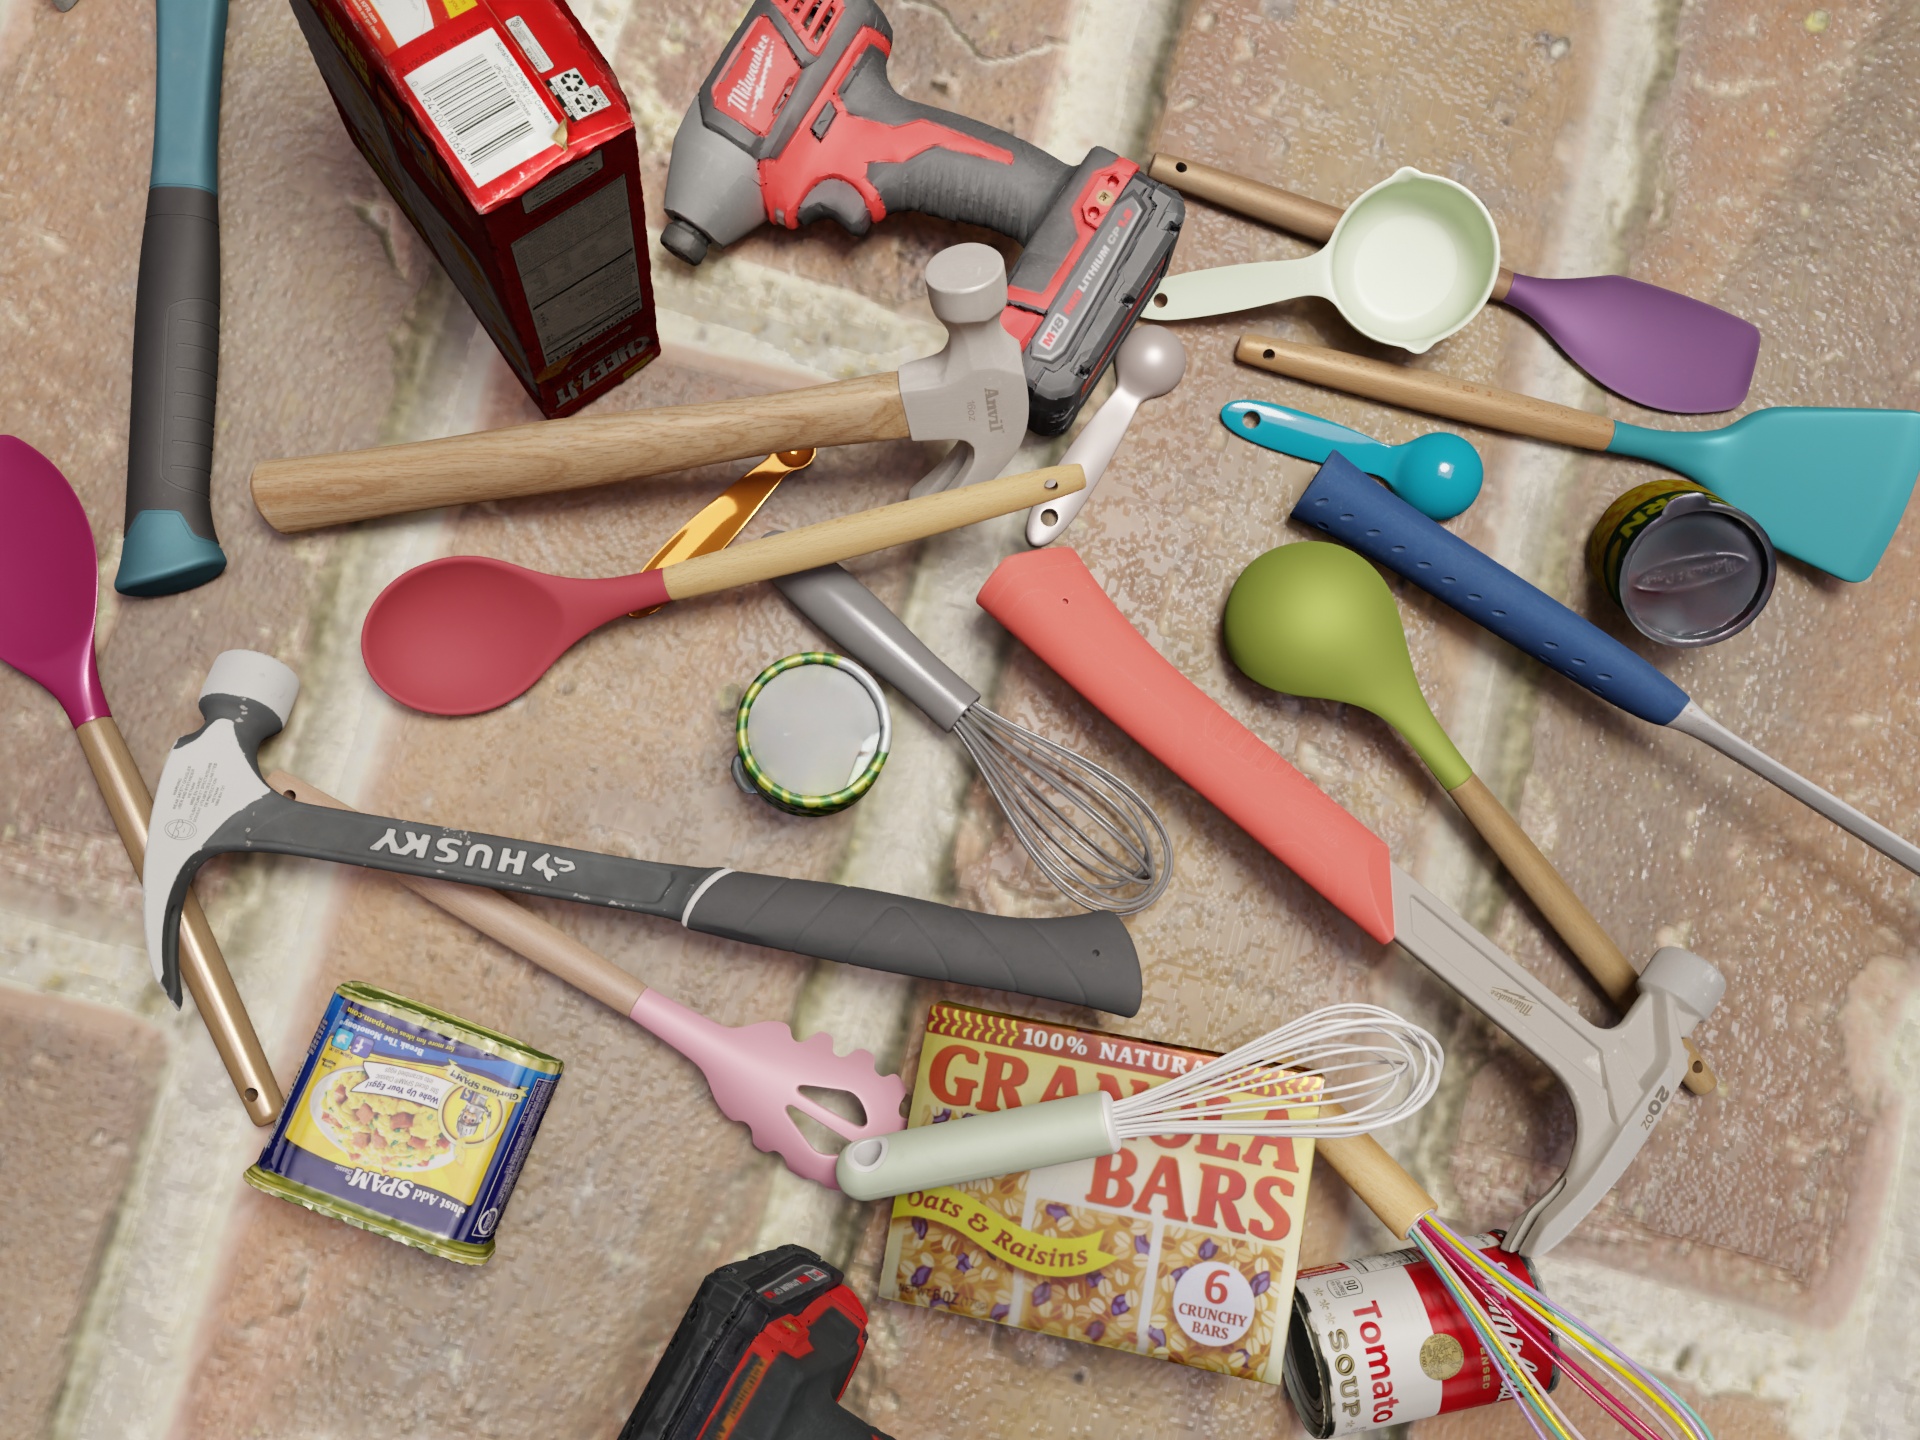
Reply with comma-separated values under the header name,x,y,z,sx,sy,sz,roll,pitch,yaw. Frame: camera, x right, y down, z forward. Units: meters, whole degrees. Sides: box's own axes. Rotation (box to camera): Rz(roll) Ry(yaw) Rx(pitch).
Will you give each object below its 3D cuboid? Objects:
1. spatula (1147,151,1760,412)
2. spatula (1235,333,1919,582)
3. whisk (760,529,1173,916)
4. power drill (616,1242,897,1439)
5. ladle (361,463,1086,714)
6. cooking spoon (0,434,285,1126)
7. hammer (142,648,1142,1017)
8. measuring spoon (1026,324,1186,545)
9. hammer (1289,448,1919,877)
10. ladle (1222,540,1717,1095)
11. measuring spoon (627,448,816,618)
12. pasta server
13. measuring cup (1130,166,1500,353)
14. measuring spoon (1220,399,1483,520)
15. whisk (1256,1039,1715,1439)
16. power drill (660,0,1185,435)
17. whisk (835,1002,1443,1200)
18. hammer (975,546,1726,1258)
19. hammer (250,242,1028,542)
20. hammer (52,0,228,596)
name,x,y,z,sx,sy,sz,roll,pitch,yaw
spatula,0.240,-0.216,0.771,0.316,0.018,0.060,18,85,-4
spatula,0.286,-0.141,0.753,0.317,0.044,0.082,12,109,-3
whisk,-0.002,-0.002,0.705,0.239,0.055,0.055,42,80,5
power drill,-0.001,0.299,0.616,0.227,0.187,0.080,27,85,16
ladle,-0.100,-0.066,0.679,0.315,0.031,0.069,-14,109,4
cooking spoon,-0.357,0.025,0.673,0.069,0.017,0.319,-26,85,-5
hammer,-0.125,0.074,0.654,0.409,0.036,0.149,11,58,-4
measuring spoon,0.067,-0.134,0.741,0.034,0.018,0.124,33,81,-1
hammer,0.330,-0.001,0.709,0.405,0.144,0.035,33,80,6
ladle,0.238,0.048,0.730,0.078,0.062,0.320,-41,95,-15
measuring spoon,-0.109,-0.088,0.721,0.021,0.011,0.117,44,84,1
pasta server,-0.160,0.107,0.682,0.316,0.040,0.060,30,80,2
measuring cup,0.165,-0.208,0.749,0.167,0.038,0.083,-5,100,13
measuring spoon,0.184,-0.126,0.746,0.128,0.021,0.042,17,105,-1
whisk,0.203,0.216,0.640,0.051,0.047,0.245,-35,54,-13
power drill,-0.023,-0.227,0.713,0.219,0.078,0.143,32,89,3
whisk,0.067,0.158,0.630,0.246,0.058,0.059,-14,126,10
hammer,0.147,0.058,0.680,0.359,0.036,0.149,40,77,3
hammer,-0.135,-0.115,0.672,0.331,0.129,0.031,-8,52,6
hammer,-0.341,-0.218,0.700,0.128,0.033,0.331,0,83,-7
